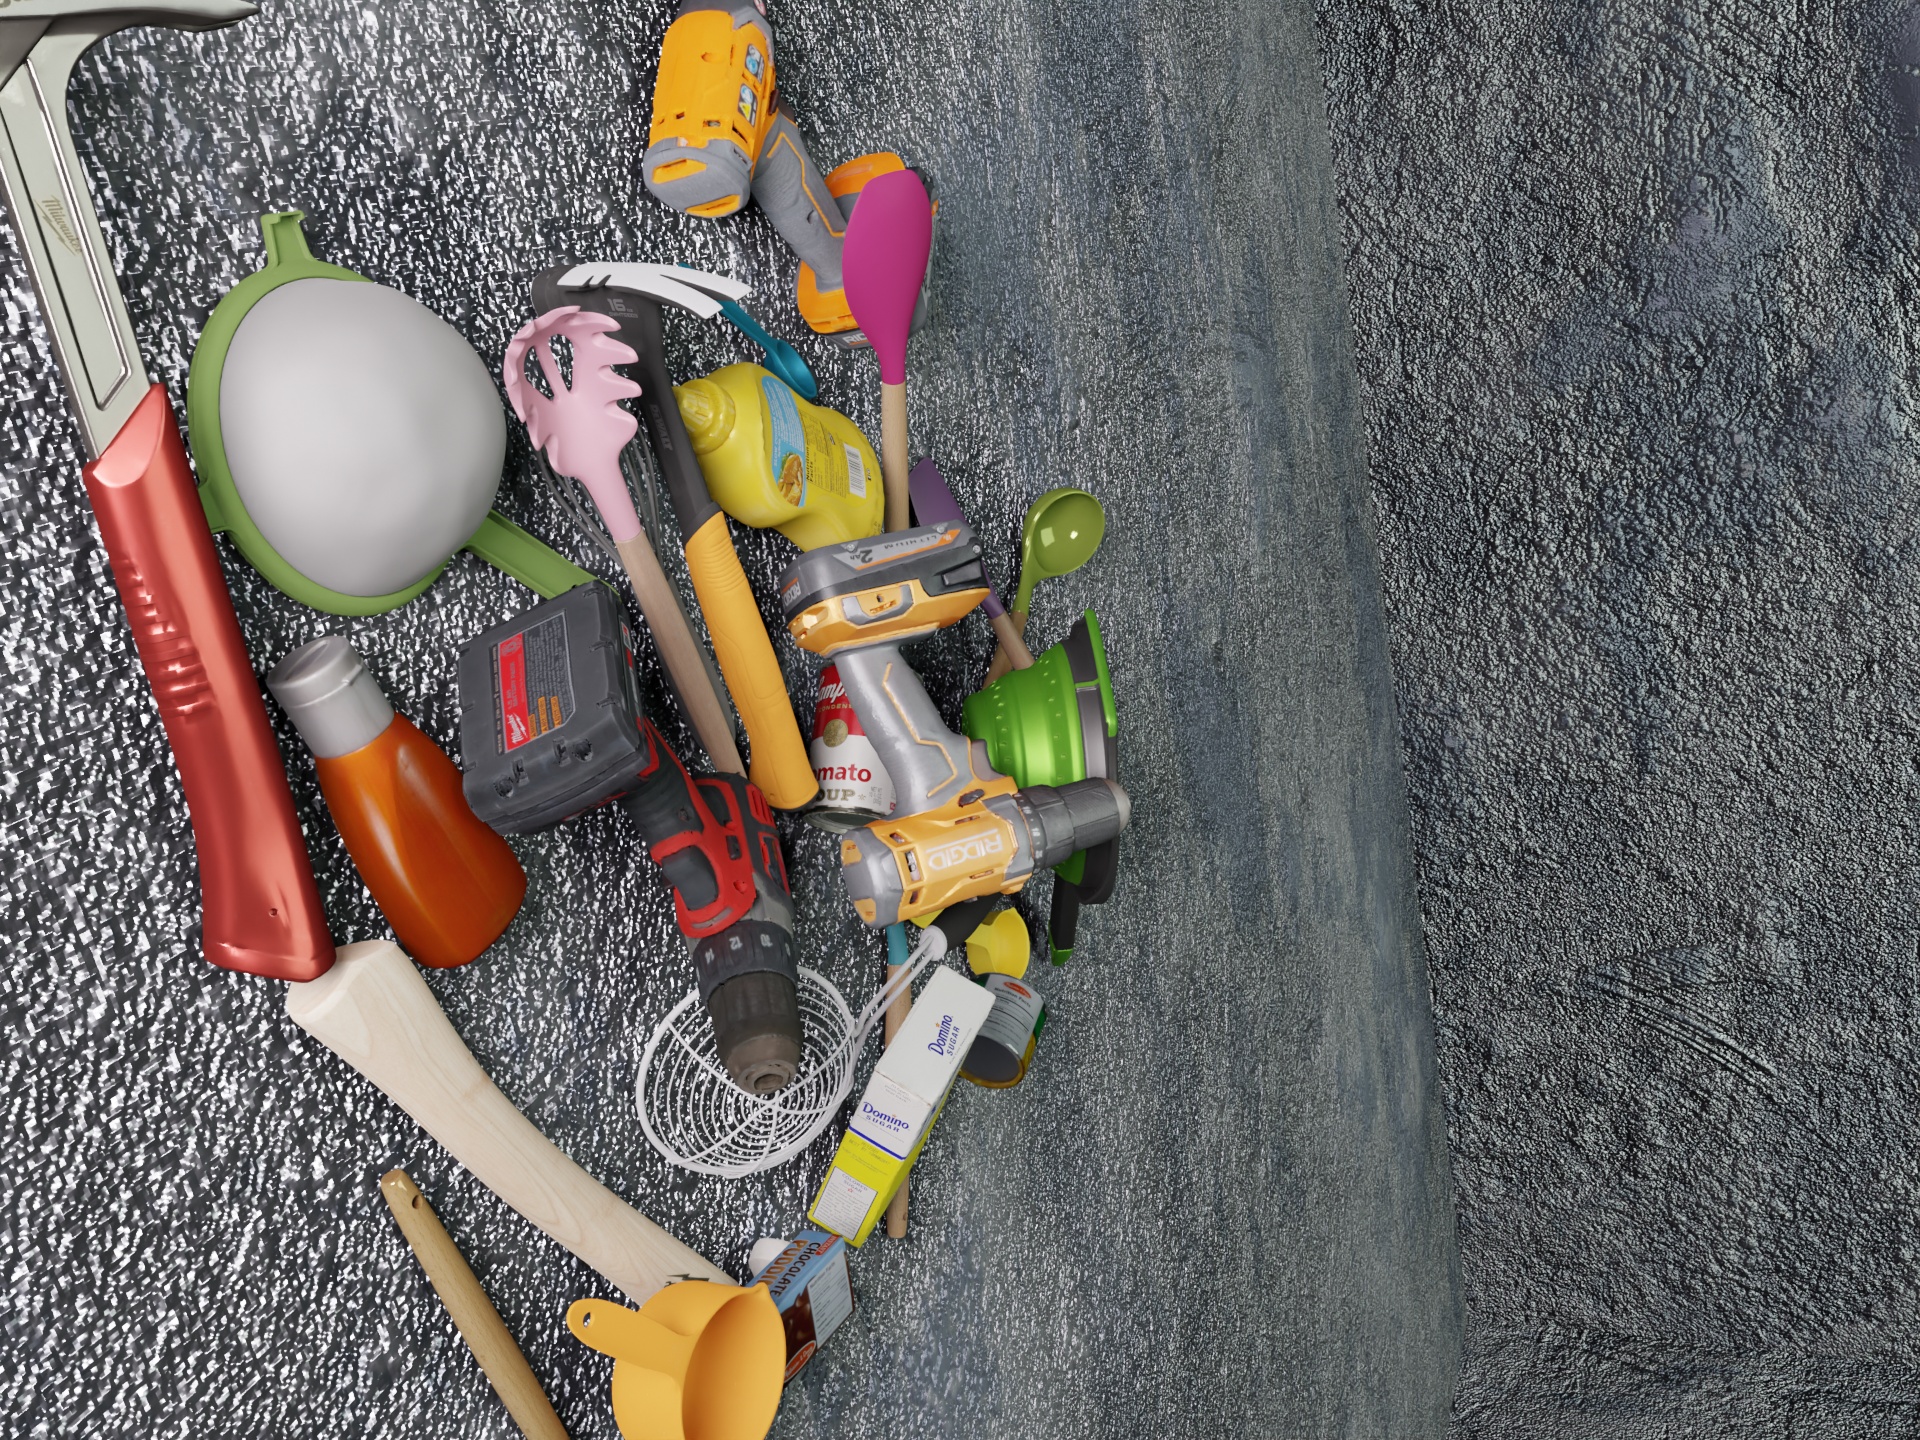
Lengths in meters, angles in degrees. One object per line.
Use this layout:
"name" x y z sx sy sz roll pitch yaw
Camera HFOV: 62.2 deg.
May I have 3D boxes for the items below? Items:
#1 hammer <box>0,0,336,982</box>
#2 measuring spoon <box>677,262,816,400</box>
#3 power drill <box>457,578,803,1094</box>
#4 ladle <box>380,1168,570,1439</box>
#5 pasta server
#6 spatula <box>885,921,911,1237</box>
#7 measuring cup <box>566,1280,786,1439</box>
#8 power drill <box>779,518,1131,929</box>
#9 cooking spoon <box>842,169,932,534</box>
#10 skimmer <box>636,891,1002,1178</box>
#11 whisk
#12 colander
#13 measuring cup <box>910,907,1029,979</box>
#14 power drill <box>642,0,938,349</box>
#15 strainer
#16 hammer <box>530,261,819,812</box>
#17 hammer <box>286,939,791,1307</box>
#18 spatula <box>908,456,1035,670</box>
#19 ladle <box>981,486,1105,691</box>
"hammer" -0.283 -0.072 0.578 0.149 0.037 0.359 -25 115 -39
"measuring spoon" -0.134 -0.234 0.969 0.128 0.021 0.042 36 30 -48
"power drill" -0.145 0.063 0.773 0.226 0.080 0.188 58 9 -47
"ladle" -0.201 0.331 0.755 0.069 0.031 0.315 -57 135 -52
"pasta server" -0.156 -0.070 0.803 0.060 0.040 0.315 -34 135 -19
"spatula" -0.034 0.194 1.094 0.082 0.044 0.317 8 82 -60
"measuring cup" -0.150 0.301 0.757 0.173 0.052 0.095 51 46 -47
"power drill" -0.002 -0.003 0.972 0.185 0.084 0.226 -14 86 -22
"cooking spoon" -0.043 -0.198 1.036 0.069 0.017 0.318 -27 137 -30
"skimmer" -0.067 0.158 0.992 0.363 0.090 0.127 -37 132 -63
"whisk" -0.167 -0.071 0.849 0.055 0.055 0.238 -65 147 -44
"colander" 0.050 0.082 1.207 0.396 0.094 0.205 91 -7 -53
"measuring cup" -0.002 0.160 1.198 0.156 0.029 0.062 29 61 -47
"power drill" -0.100 -0.347 0.977 0.226 0.084 0.164 31 59 -55
"strainer" -0.217 -0.102 0.714 0.256 0.069 0.152 39 53 -55
"hammer" -0.128 -0.084 0.866 0.034 0.127 0.336 -46 136 -38
"hammer" -0.190 0.247 0.774 0.410 0.038 0.146 61 37 -42
"spatula" 0.039 -0.060 1.239 0.315 0.018 0.060 59 37 -22
"ladle" 0.051 -0.065 1.288 0.078 0.062 0.320 58 40 -42
